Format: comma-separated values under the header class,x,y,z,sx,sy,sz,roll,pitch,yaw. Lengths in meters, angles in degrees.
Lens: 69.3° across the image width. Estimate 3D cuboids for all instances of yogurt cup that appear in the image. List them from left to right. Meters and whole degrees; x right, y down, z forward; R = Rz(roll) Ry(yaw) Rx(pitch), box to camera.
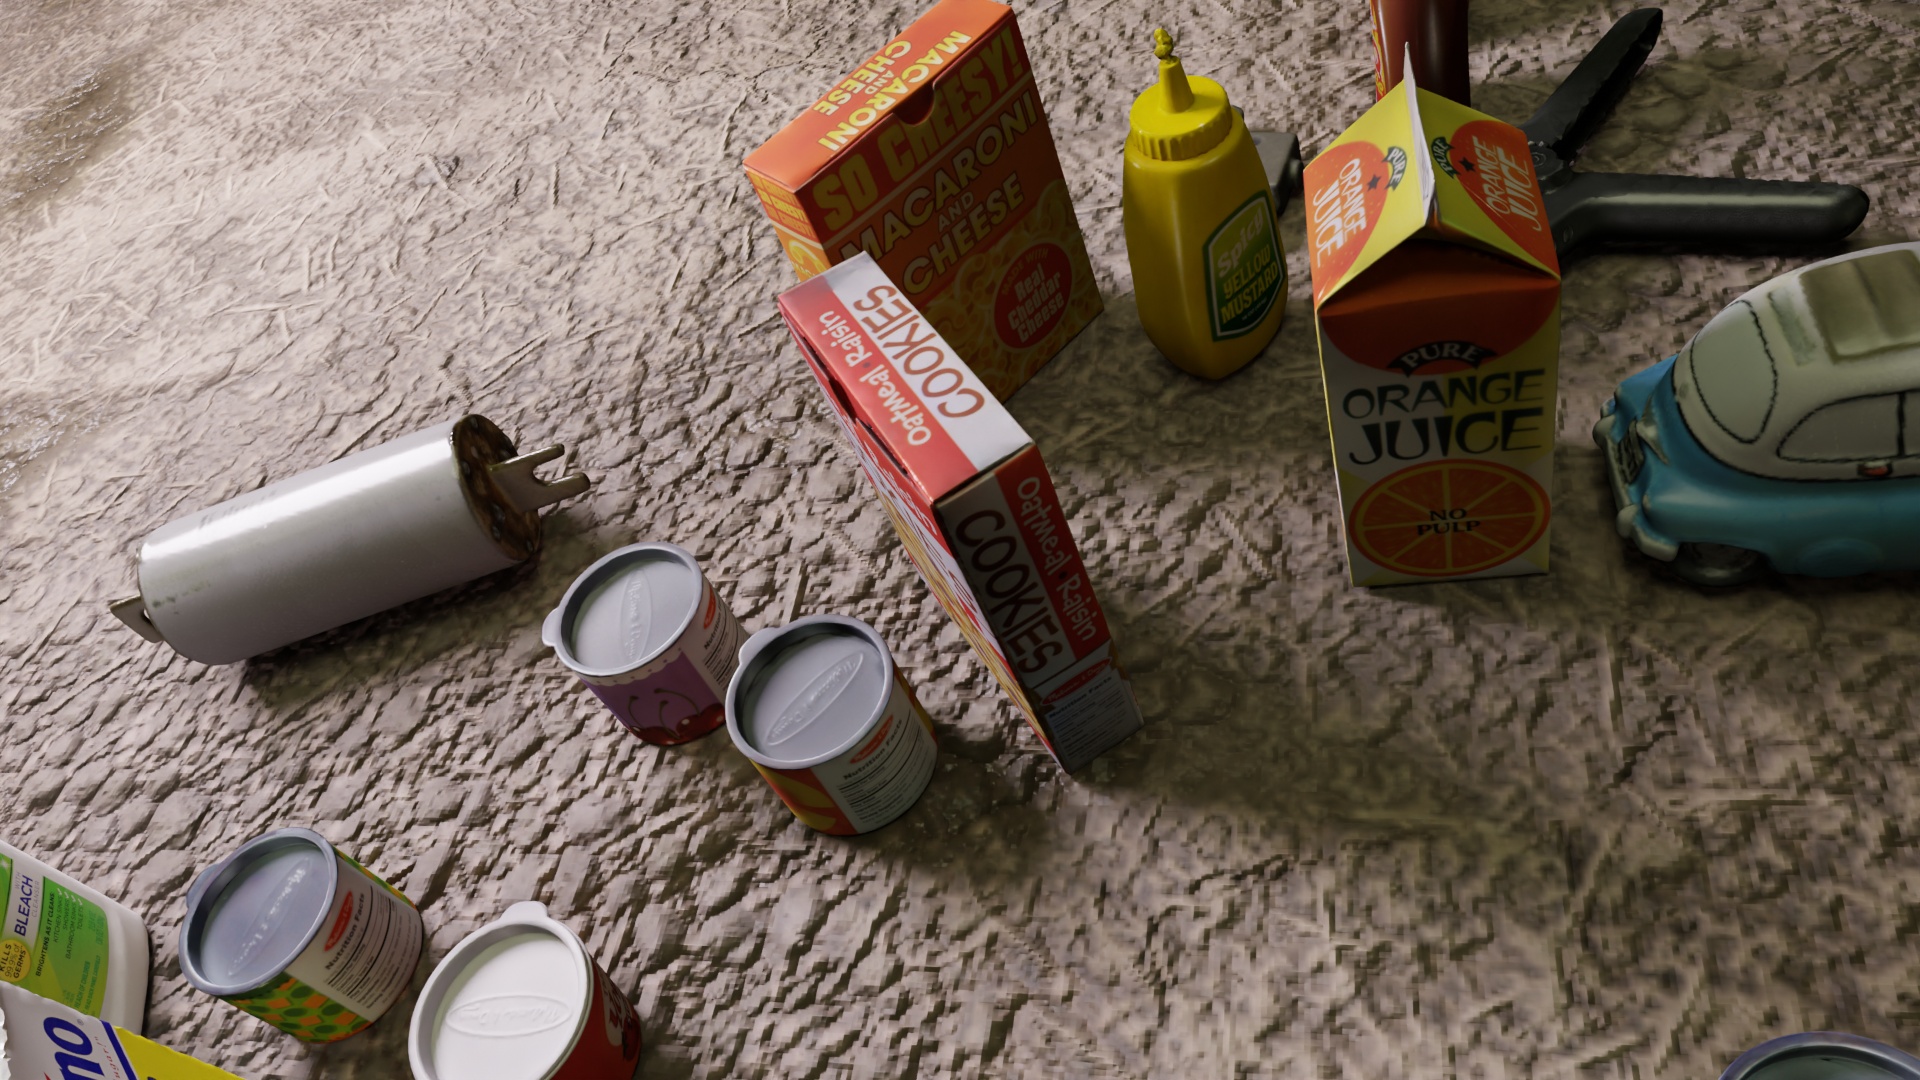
class,x,y,z,sx,sy,sz,roll,pitch,yaw
yogurt cup,-0.149,0.173,0.488,0.072,0.053,0.073,-11,50,13

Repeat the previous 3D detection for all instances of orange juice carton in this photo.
class,x,y,z,sx,sy,sz,roll,pitch,yaw
orange juice carton,0.160,-0.068,0.474,0.073,0.191,0.072,-6,51,17

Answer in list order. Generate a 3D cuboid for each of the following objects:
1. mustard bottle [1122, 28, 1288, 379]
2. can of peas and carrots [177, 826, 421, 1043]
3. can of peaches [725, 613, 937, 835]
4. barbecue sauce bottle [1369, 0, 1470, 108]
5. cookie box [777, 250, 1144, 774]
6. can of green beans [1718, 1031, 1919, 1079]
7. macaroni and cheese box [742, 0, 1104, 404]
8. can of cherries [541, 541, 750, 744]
class,x,y,z,sx,sy,sz,roll,pitch,yaw
mustard bottle,0.098,-0.139,0.576,0.065,0.159,0.049,-44,51,-15
can of peas and carrots,-0.257,0.154,0.542,0.071,0.058,0.071,-11,50,13
can of peaches,-0.049,0.070,0.531,0.071,0.057,0.071,-11,50,13
barbecue sauce bottle,0.208,-0.249,0.631,0.043,0.148,0.065,0,53,21
cookie box,0.002,-0.006,0.501,0.040,0.166,0.123,-33,49,-6
can of green beans,0.221,0.166,0.350,0.071,0.057,0.071,-11,50,13
macaroni and cheese box,-0.007,-0.129,0.604,0.124,0.165,0.040,-45,51,-16
can of cherries,-0.129,0.044,0.583,0.071,0.058,0.072,-11,50,13
